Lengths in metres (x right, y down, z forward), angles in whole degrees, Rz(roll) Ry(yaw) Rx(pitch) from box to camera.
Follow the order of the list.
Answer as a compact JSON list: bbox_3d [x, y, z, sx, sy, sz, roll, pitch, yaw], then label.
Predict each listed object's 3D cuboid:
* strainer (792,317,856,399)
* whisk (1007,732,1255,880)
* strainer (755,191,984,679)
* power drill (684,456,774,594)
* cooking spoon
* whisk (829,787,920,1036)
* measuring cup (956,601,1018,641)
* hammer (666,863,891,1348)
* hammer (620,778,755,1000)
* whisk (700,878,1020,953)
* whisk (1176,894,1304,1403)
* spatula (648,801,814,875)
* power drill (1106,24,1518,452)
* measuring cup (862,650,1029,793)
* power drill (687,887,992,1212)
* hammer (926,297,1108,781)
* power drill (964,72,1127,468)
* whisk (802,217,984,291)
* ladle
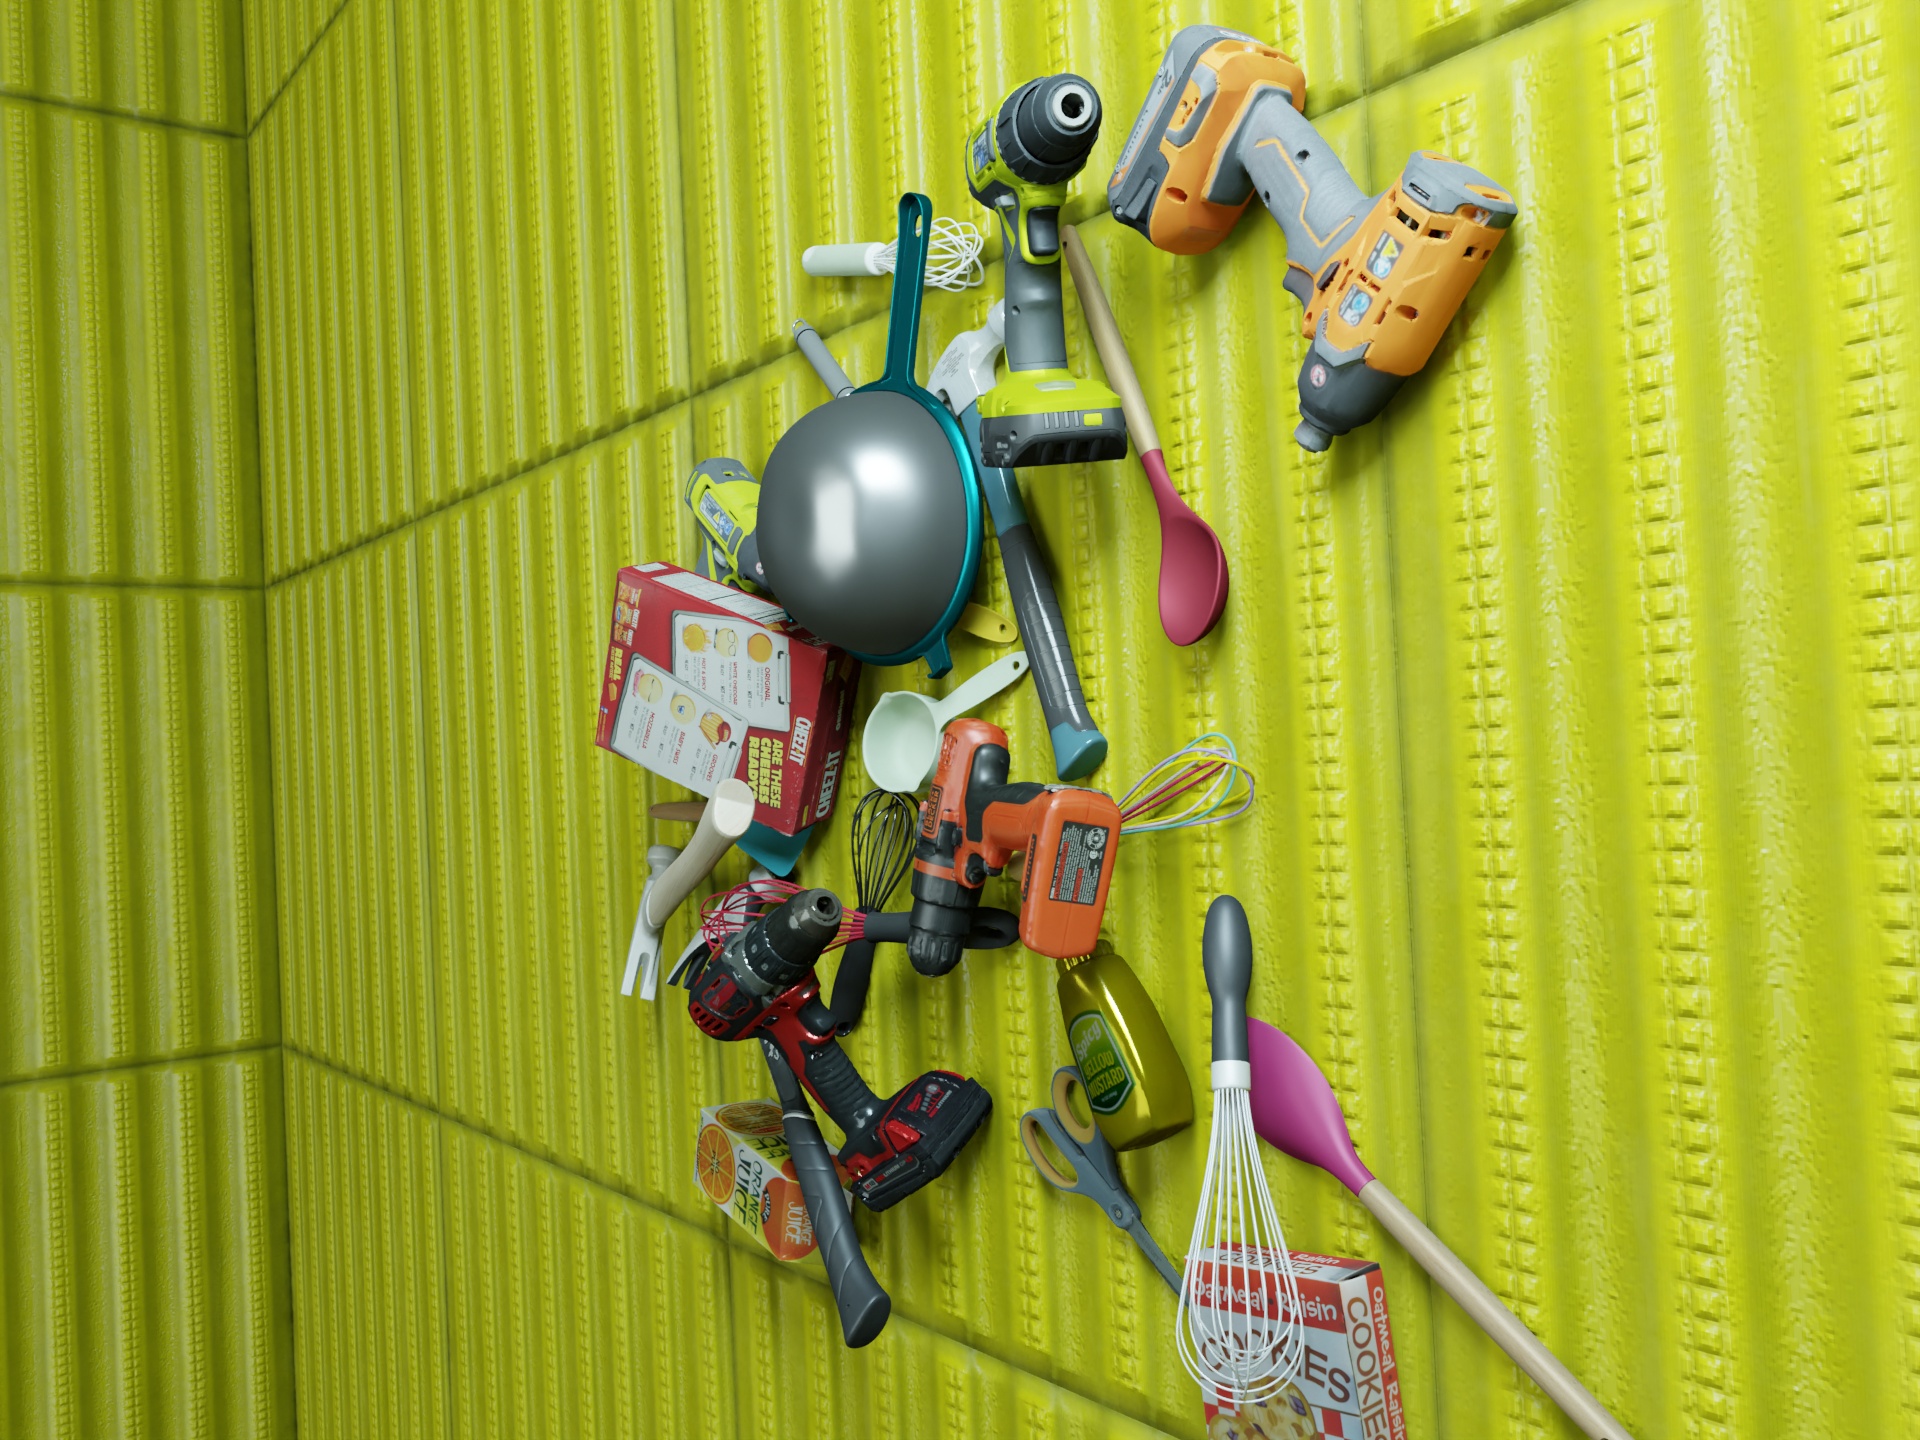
[{"bbox_3d":[-0.088,-0.251,1.267,0.087,0.050,0.259,-50,48,22],"label":"strainer"},{"bbox_3d":[0.100,0.063,1.029,0.245,0.047,0.051,-32,68,52],"label":"whisk"},{"bbox_3d":[-0.078,-0.204,1.135,0.211,0.095,0.340,23,112,44],"label":"strainer"},{"bbox_3d":[-0.210,-0.095,1.404,0.171,0.080,0.223,50,126,34],"label":"power drill"},{"bbox_3d":[0.241,0.274,0.870,0.319,0.017,0.068,44,126,43],"label":"cooking spoon"},{"bbox_3d":[-0.076,0.155,1.262,0.055,0.055,0.238,41,126,44],"label":"whisk"},{"bbox_3d":[-0.009,-0.088,1.188,0.157,0.029,0.062,25,112,37],"label":"measuring cup"},{"bbox_3d":[-0.140,0.306,1.280,0.149,0.036,0.409,-43,48,19],"label":"hammer"},{"bbox_3d":[-0.233,0.138,1.346,0.410,0.038,0.146,137,144,-65],"label":"hammer"},{"bbox_3d":[-0.083,0.157,1.206,0.296,0.073,0.073,-4,88,32],"label":"whisk"},{"bbox_3d":[0.155,0.237,0.913,0.070,0.070,0.285,-29,53,50],"label":"whisk"},{"bbox_3d":[-0.221,0.090,1.456,0.317,0.044,0.082,-4,58,60],"label":"spatula"},{"bbox_3d":[0.181,-0.266,0.880,0.227,0.084,0.164,52,132,33],"label":"power drill"},{"bbox_3d":[-0.002,-0.004,1.175,0.167,0.038,0.083,-33,63,30],"label":"measuring cup"},{"bbox_3d":[-0.085,0.233,1.161,0.227,0.080,0.188,46,134,1],"label":"power drill"},{"bbox_3d":[0.042,-0.119,1.105,0.128,0.033,0.331,-34,65,47],"label":"hammer"},{"bbox_3d":[0.052,-0.273,0.977,0.191,0.080,0.228,-134,39,-76],"label":"power drill"},{"bbox_3d":[-0.058,-0.354,1.222,0.058,0.059,0.246,-53,34,-10],"label":"whisk"},{"bbox_3d":[0.112,-0.190,1.015,0.069,0.031,0.316,-46,54,52],"label":"ladle"}]
